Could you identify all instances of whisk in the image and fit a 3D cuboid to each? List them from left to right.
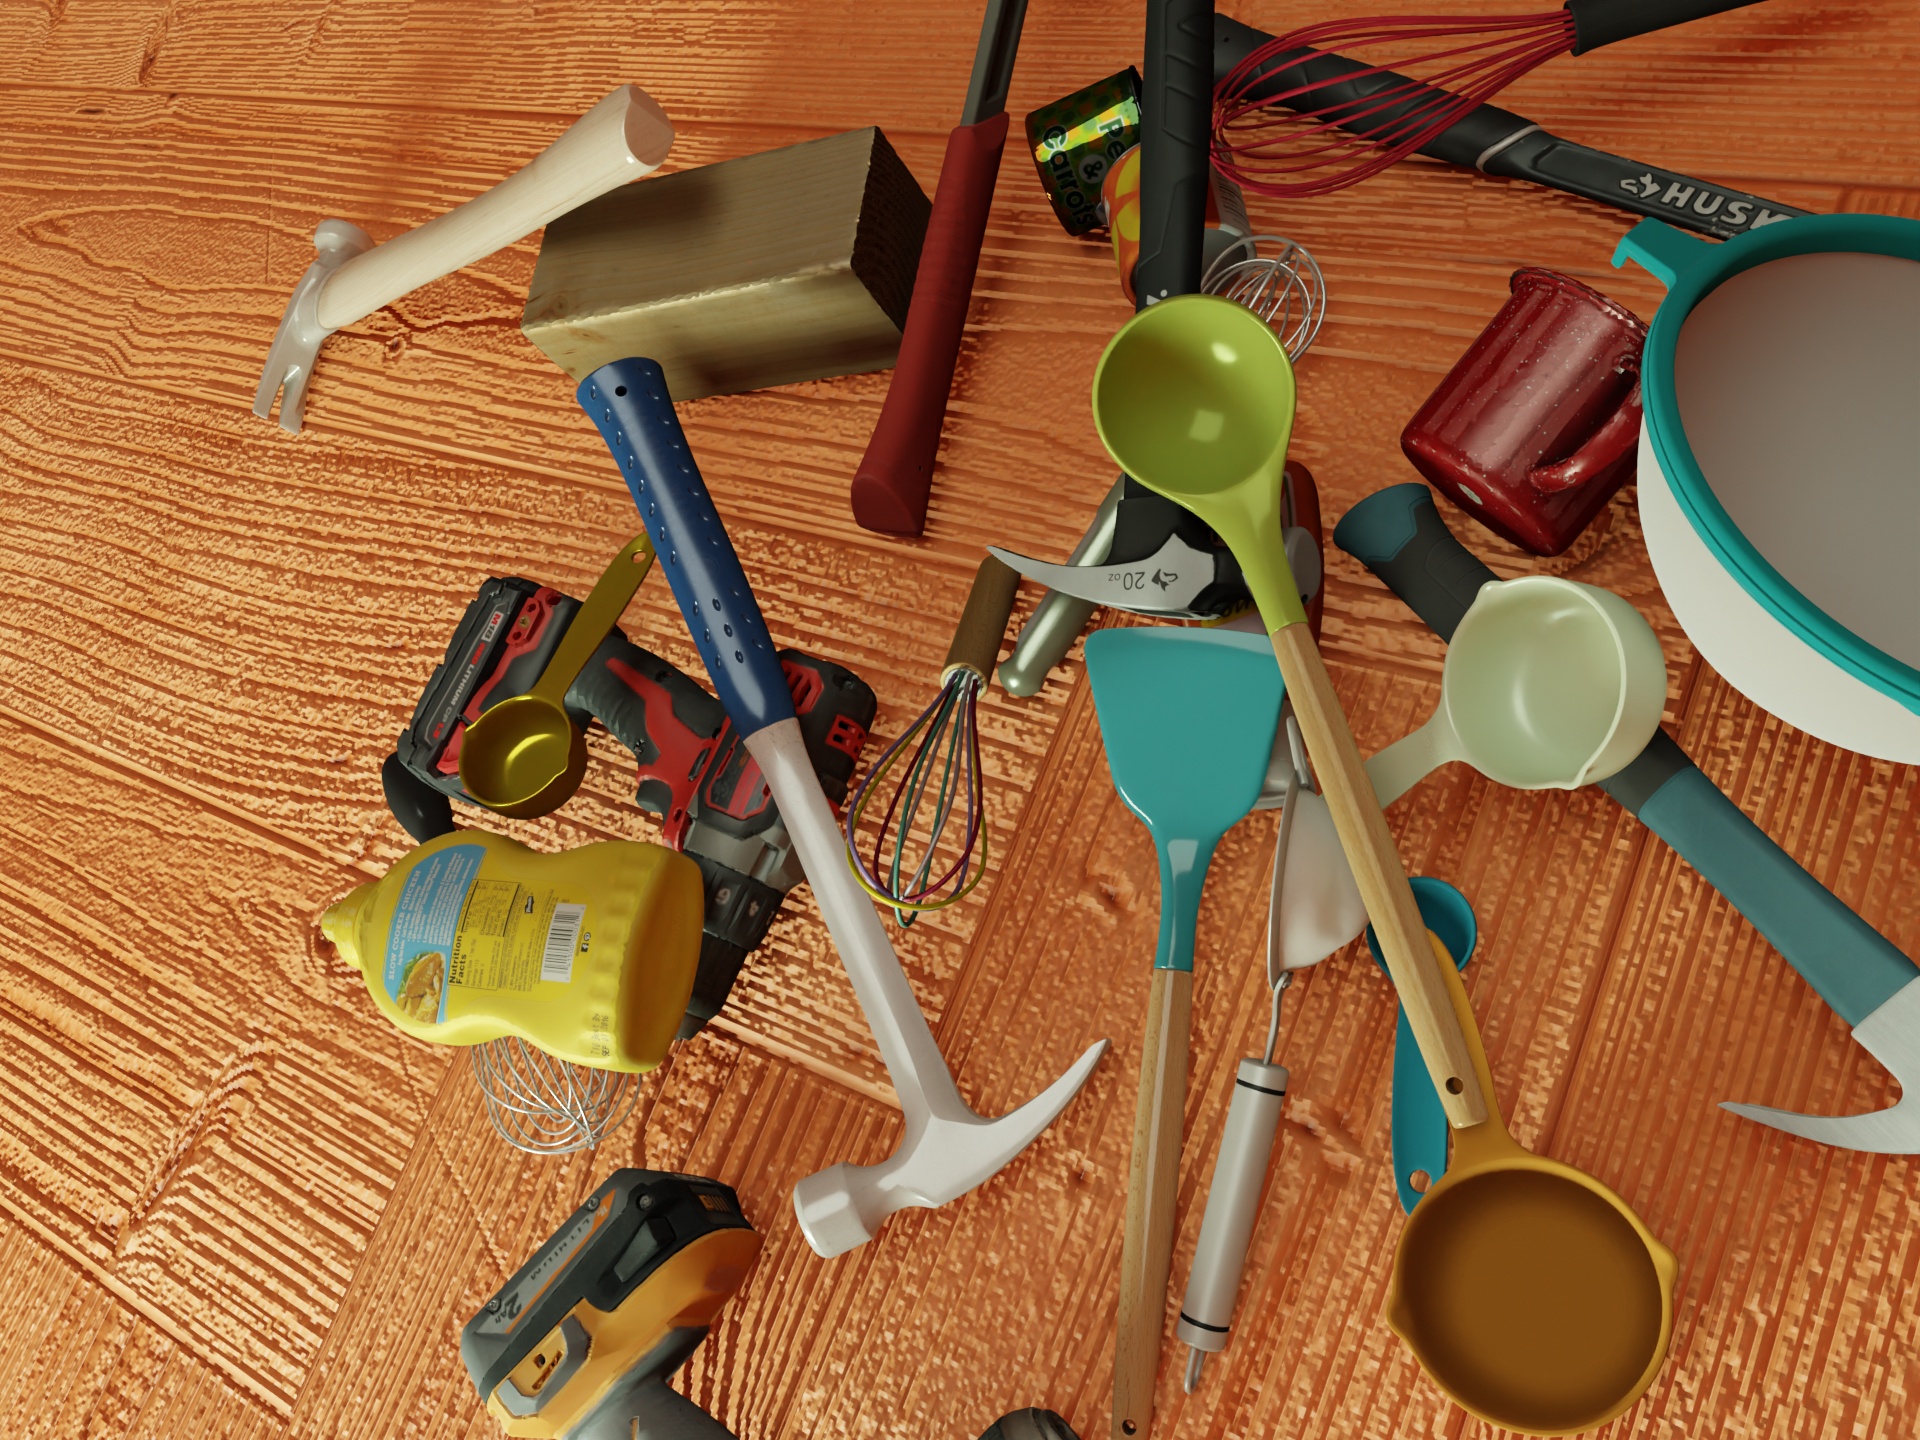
[{"bbox_3d":[-0.237,0.104,0.798,0.070,0.070,0.285,-44,52,3],"label":"whisk"},{"bbox_3d":[0.001,-0.001,0.671,0.047,0.051,0.245,-8,33,18],"label":"whisk"},{"bbox_3d":[0.089,-0.116,0.735,0.059,0.058,0.246,33,90,-2],"label":"whisk"},{"bbox_3d":[0.245,-0.293,0.689,0.296,0.073,0.073,-14,63,13],"label":"whisk"}]

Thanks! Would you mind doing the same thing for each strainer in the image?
[{"bbox_3d":[0.119,0.128,0.606,0.050,0.086,0.258,13,86,21],"label":"strainer"},{"bbox_3d":[0.311,-0.007,0.502,0.211,0.095,0.341,5,61,-5],"label":"strainer"}]

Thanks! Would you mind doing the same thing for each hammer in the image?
[{"bbox_3d":[-0.299,-0.268,0.920,0.411,0.038,0.146,-3,67,46],"label":"hammer"},{"bbox_3d":[-0.074,0.012,0.698,0.144,0.035,0.406,-25,74,1],"label":"hammer"},{"bbox_3d":[0.007,-0.268,0.817,0.037,0.149,0.359,10,85,30],"label":"hammer"},{"bbox_3d":[0.086,-0.210,0.688,0.146,0.035,0.335,-1,83,36],"label":"hammer"},{"bbox_3d":[0.267,-0.255,0.712,0.409,0.036,0.149,35,85,33],"label":"hammer"},{"bbox_3d":[0.254,0.016,0.590,0.128,0.033,0.331,-51,51,20],"label":"hammer"}]

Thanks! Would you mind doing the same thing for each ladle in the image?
[{"bbox_3d":[0.125,-0.011,0.577,0.078,0.062,0.320,-24,72,23],"label":"ladle"}]

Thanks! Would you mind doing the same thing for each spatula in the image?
[{"bbox_3d":[0.077,0.122,0.618,0.082,0.044,0.318,4,79,15],"label":"spatula"}]

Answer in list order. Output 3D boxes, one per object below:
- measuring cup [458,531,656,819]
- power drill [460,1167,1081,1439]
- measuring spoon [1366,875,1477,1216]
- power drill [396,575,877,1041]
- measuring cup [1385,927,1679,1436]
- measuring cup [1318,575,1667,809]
[{"bbox_3d":[-0.180,-0.022,0.756,0.062,0.029,0.157,17,66,23],"label":"measuring cup"},{"bbox_3d":[-0.075,0.280,0.627,0.185,0.084,0.226,-46,61,1],"label":"power drill"},{"bbox_3d":[0.178,0.125,0.609,0.042,0.021,0.129,-3,77,30],"label":"measuring spoon"},{"bbox_3d":[-0.166,0.035,0.779,0.227,0.080,0.188,19,79,28],"label":"power drill"},{"bbox_3d":[0.190,0.160,0.564,0.095,0.052,0.174,-20,60,18],"label":"measuring cup"},{"bbox_3d":[0.194,0.008,0.606,0.167,0.038,0.083,-45,53,48],"label":"measuring cup"}]
